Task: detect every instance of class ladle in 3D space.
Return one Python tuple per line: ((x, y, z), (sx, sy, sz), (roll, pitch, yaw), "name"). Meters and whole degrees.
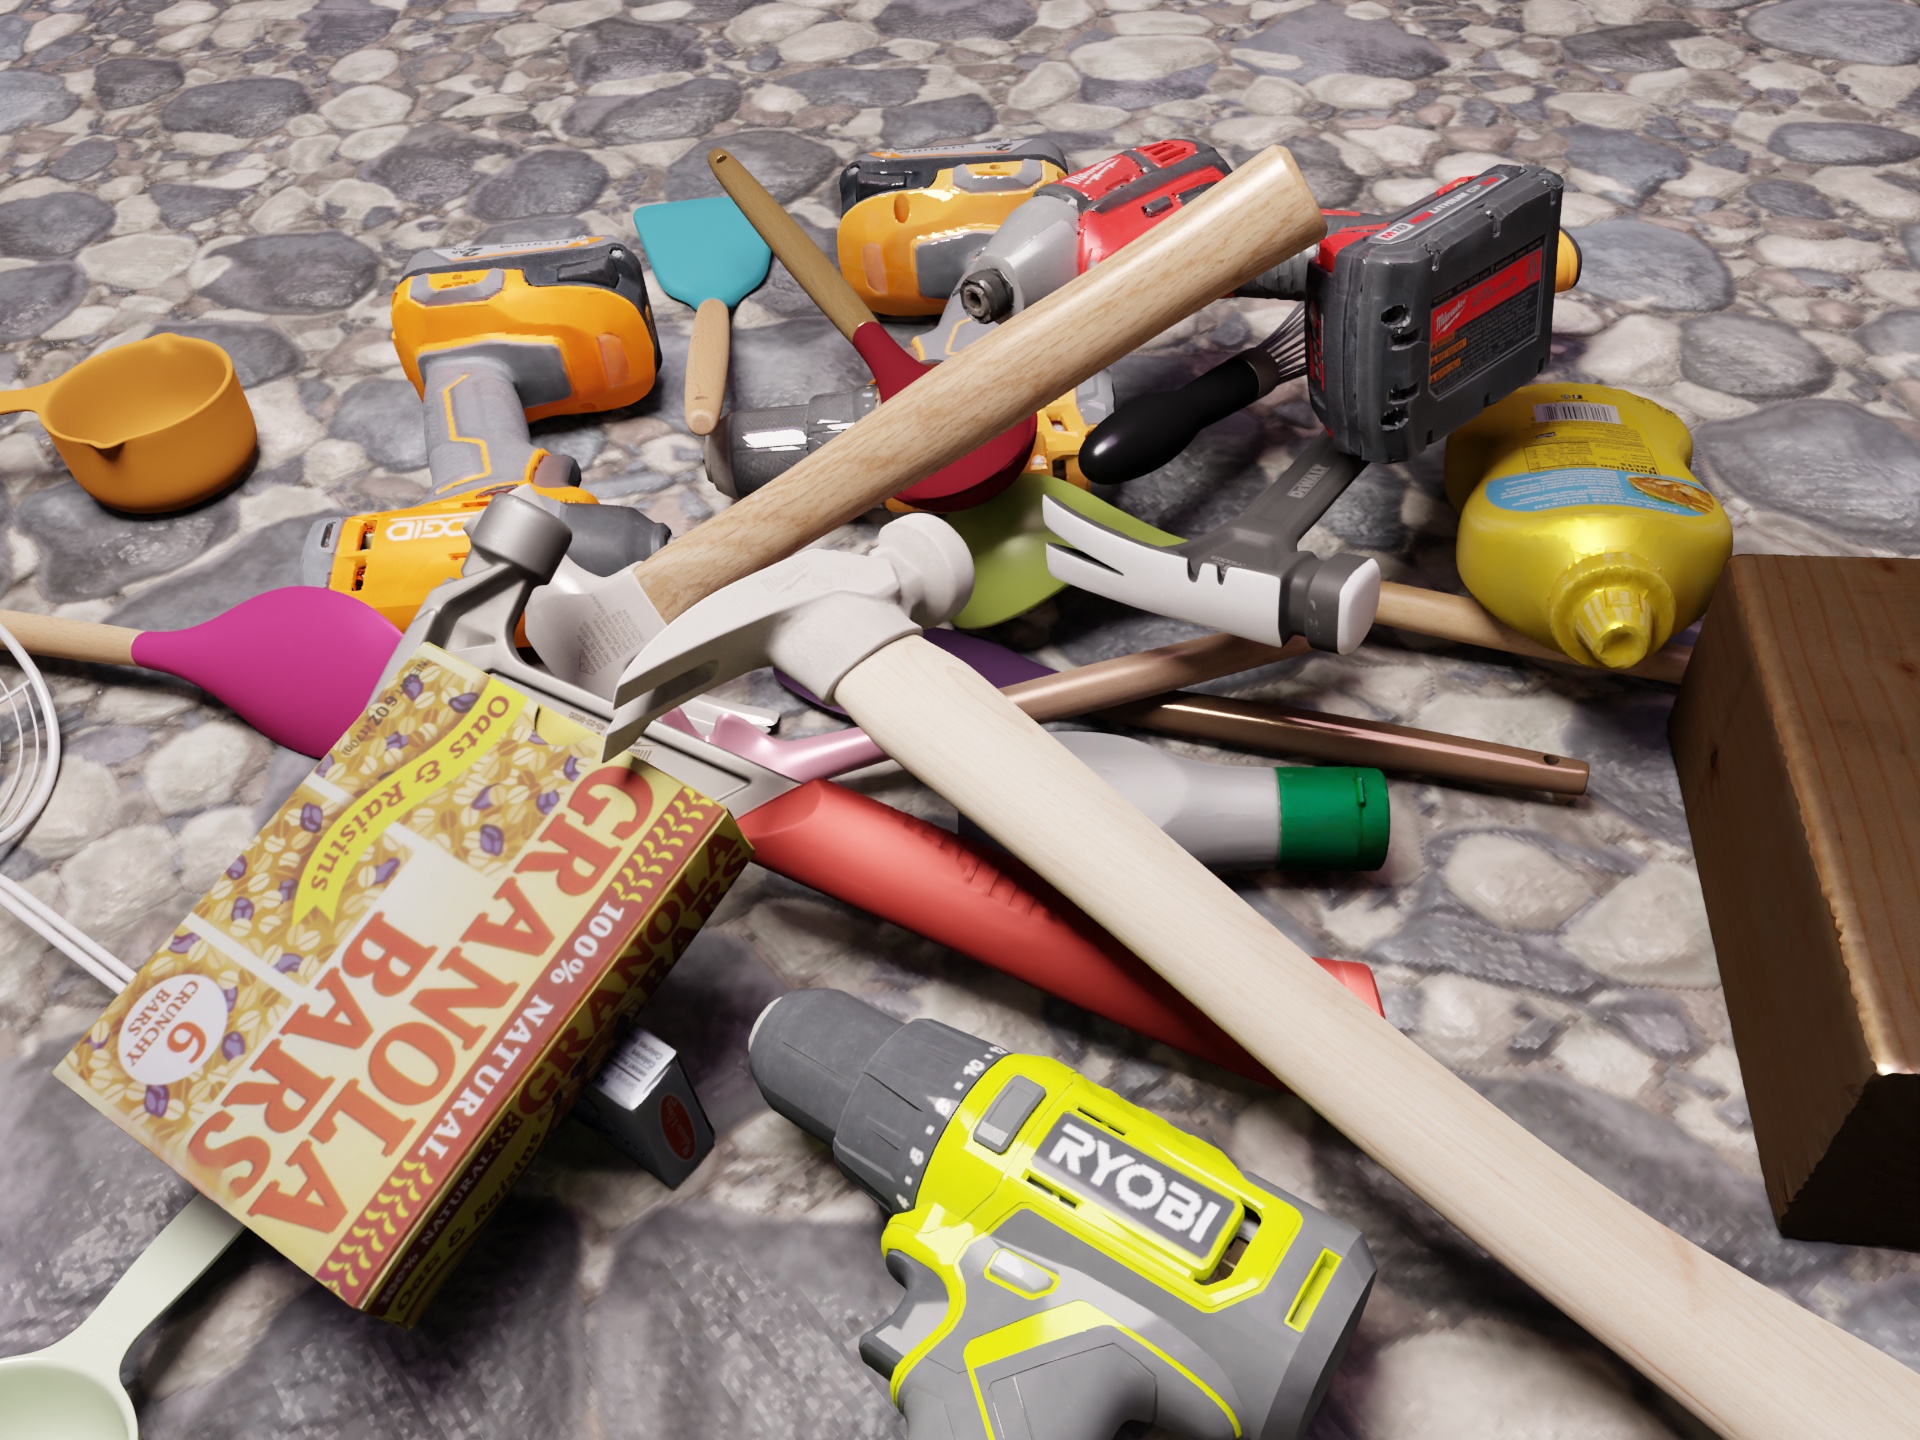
((-0.054, -0.184, 0.708), (0.069, 0.031, 0.316), (-32, 51, -4), "ladle")
((0.144, -0.043, 0.642), (0.320, 0.062, 0.078), (13, 43, 8), "ladle")

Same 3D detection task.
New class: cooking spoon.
((-0.361, -0.032, 0.665), (0.319, 0.068, 0.017), (8, 9, 19), "cooking spoon")

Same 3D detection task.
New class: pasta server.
((-0.001, -0.002, 0.592), (0.316, 0.040, 0.060), (-14, 68, -3), "pasta server")

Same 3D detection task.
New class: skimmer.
((-0.294, 0.050, 0.543), (0.363, 0.090, 0.127), (27, 9, 24), "skimmer")

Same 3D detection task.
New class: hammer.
((-0.035, 0.053, 0.523), (0.359, 0.036, 0.149), (23, 83, 12), "hammer")
((0.084, 0.084, 0.434), (0.411, 0.038, 0.146), (39, 44, 20), "hammer")
((-0.020, -0.099, 0.580), (0.331, 0.130, 0.031), (-29, 12, 17), "hammer")
((0.171, -0.135, 0.655), (0.127, 0.034, 0.337), (18, 44, 32), "hammer")

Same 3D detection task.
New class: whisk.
((0.152, -0.167, 0.723), (0.070, 0.070, 0.284), (33, 50, 31), "whisk")

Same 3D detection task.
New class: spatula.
((-0.126, -0.205, 0.783), (0.082, 0.044, 0.318), (-6, 29, -5), "spatula")
((0.076, -0.003, 0.616), (0.316, 0.018, 0.060), (9, 46, 15), "spatula")

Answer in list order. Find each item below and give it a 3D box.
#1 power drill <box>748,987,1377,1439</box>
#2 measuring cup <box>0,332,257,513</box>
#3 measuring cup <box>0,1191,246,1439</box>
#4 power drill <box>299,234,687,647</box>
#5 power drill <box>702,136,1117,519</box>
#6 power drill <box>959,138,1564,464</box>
((-0.025, 0.178, 0.408), (0.191, 0.080, 0.228), (24, 49, 24), "power drill")
((-0.428, -0.135, 0.767), (0.173, 0.052, 0.095), (-6, 45, 1), "measuring cup")
((-0.240, 0.188, 0.452), (0.083, 0.038, 0.168), (11, 31, 11), "measuring cup")
((-0.190, -0.124, 0.717), (0.164, 0.084, 0.227), (-4, 50, 0), "power drill")
((-0.023, -0.184, 0.763), (0.185, 0.084, 0.226), (-4, 50, 4), "power drill")
((0.110, -0.178, 0.634), (0.143, 0.078, 0.220), (-32, 41, -30), "power drill")
